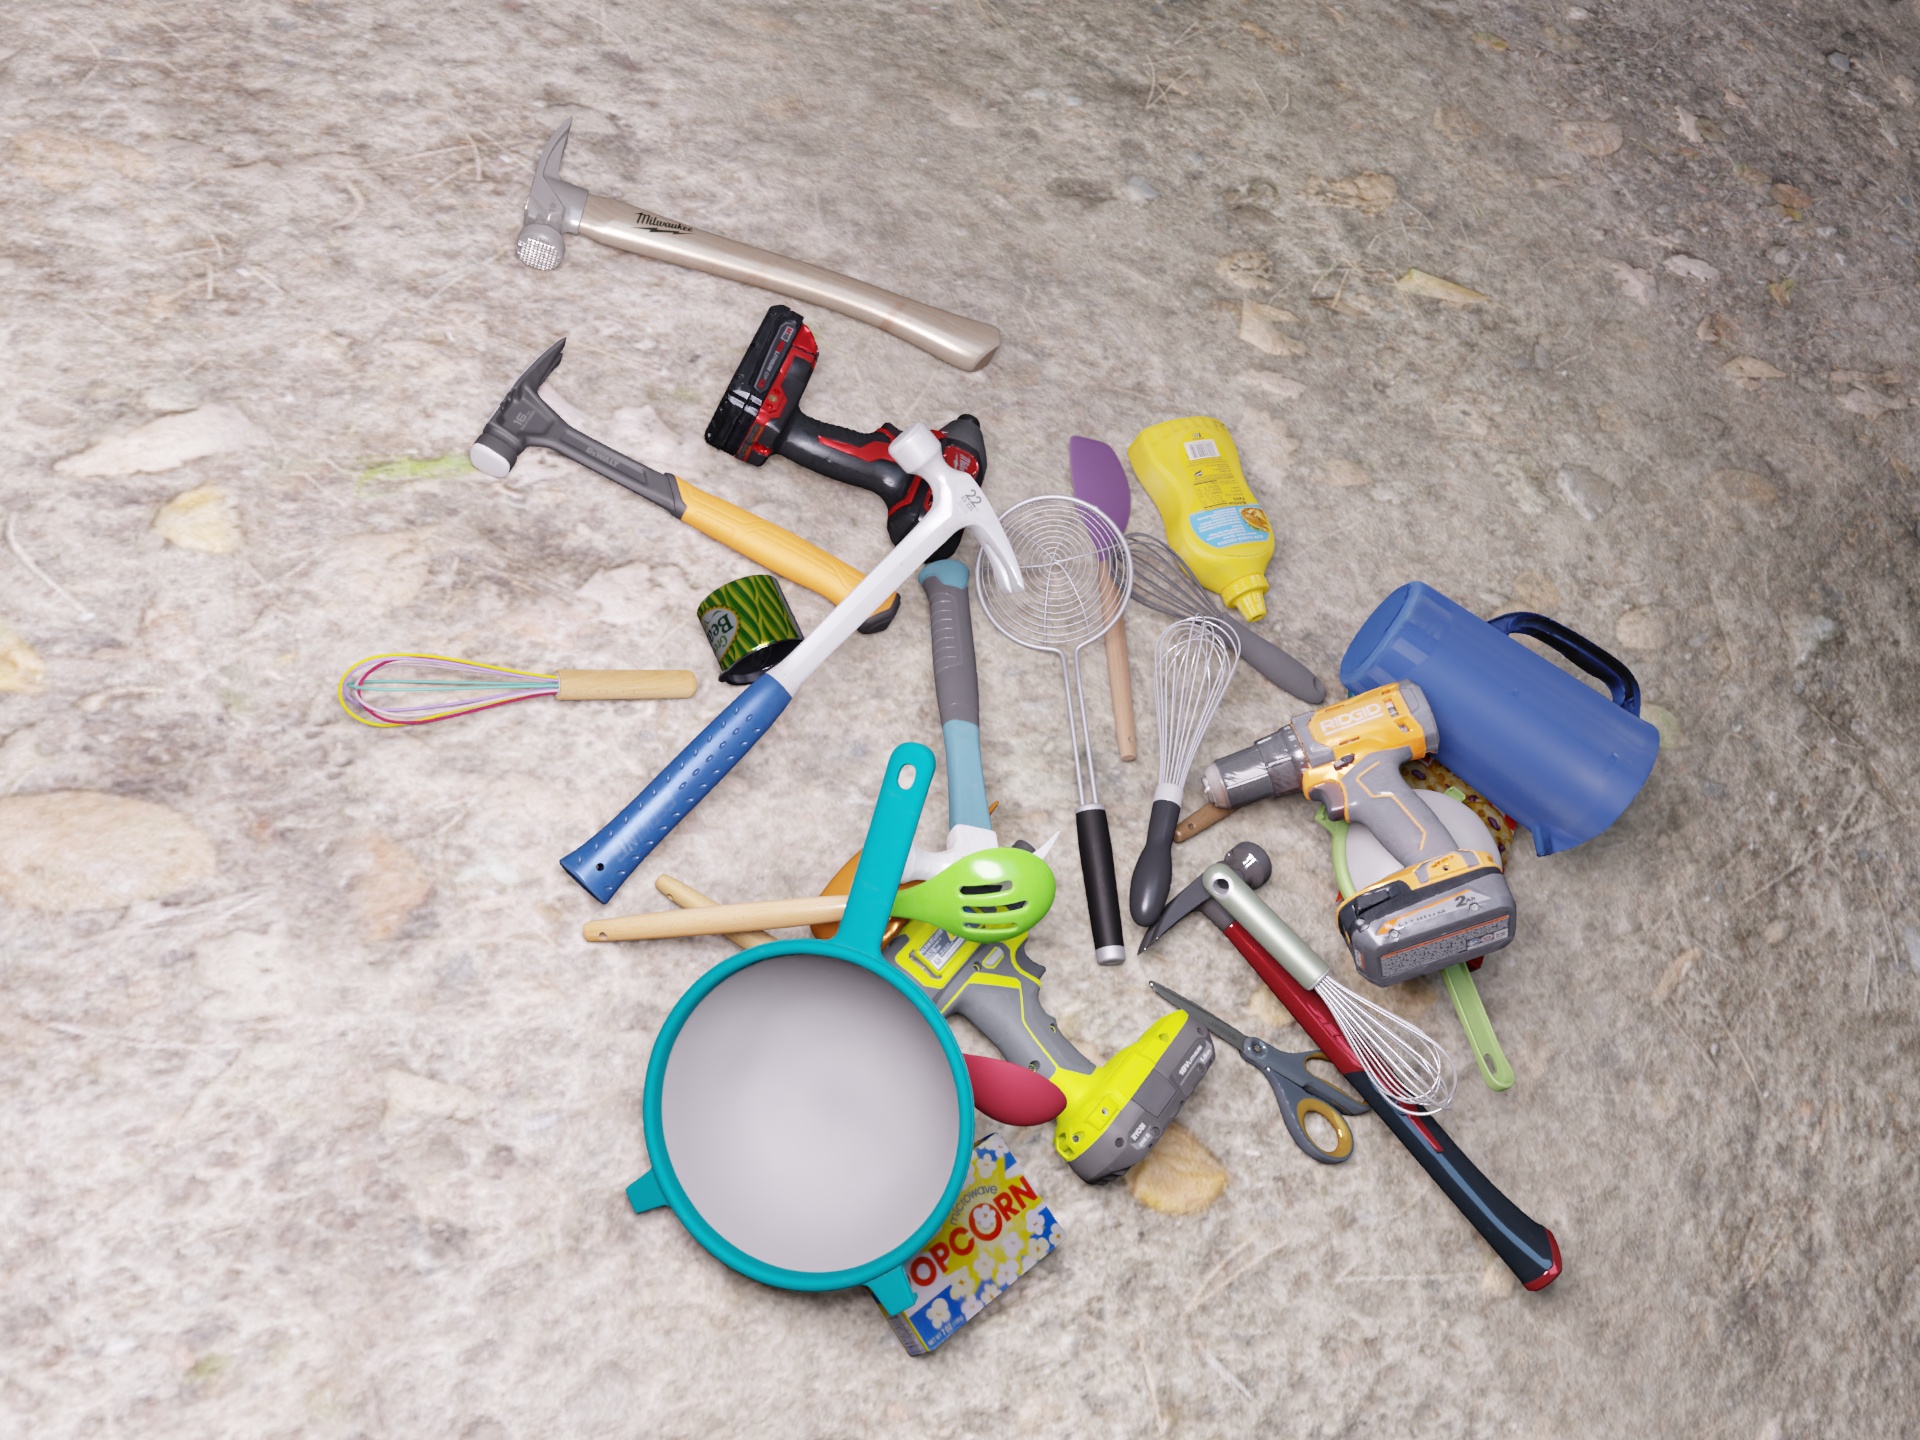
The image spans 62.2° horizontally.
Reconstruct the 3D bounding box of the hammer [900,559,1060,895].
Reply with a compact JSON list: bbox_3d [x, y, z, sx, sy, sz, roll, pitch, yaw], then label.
[{"bbox_3d":[-0.002,-0.004,1.172,0.128,0.033,0.331,14,43,-19],"label":"hammer"}]

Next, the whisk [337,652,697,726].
[{"bbox_3d":[-0.302,-0.022,1.103,0.245,0.051,0.047,-1,86,-29],"label":"whisk"}]

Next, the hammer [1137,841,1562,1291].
[{"bbox_3d":[0.298,0.273,1.194,0.143,0.038,0.386,-32,77,-38],"label":"hammer"}]

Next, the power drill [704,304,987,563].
[{"bbox_3d":[-0.081,-0.232,1.287,0.219,0.078,0.143,28,57,-12],"label":"power drill"}]

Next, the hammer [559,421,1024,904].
[{"bbox_3d":[-0.116,-0.028,1.121,0.405,0.035,0.144,-47,106,-18],"label":"hammer"}]

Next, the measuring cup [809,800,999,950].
[{"bbox_3d":[-0.040,0.100,1.122,0.052,0.095,0.174,38,57,9],"label":"measuring cup"}]

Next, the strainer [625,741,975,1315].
[{"bbox_3d":[-0.067,0.179,1.002,0.211,0.095,0.340,17,90,14],"label":"strainer"}]

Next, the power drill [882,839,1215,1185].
[{"bbox_3d":[0.062,0.200,1.126,0.223,0.080,0.171,42,57,5],"label":"power drill"}]

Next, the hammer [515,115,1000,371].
[{"bbox_3d":[-0.159,-0.389,1.354,0.410,0.038,0.146,14,59,-17],"label":"hammer"}]

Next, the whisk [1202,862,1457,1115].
[{"bbox_3d":[0.272,0.197,1.183,0.246,0.058,0.059,45,18,11],"label":"whisk"}]

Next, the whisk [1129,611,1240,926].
[{"bbox_3d":[0.171,0.033,1.253,0.070,0.070,0.285,22,60,-12],"label":"whisk"}]

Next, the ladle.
[{"bbox_3d":[-0.073,0.186,1.061,0.315,0.069,0.031,30,52,11],"label":"ladle"}]

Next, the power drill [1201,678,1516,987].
[{"bbox_3d":[0.298,0.085,1.209,0.185,0.084,0.226,-19,52,5],"label":"power drill"}]

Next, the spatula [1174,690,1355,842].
[{"bbox_3d":[0.292,0.023,1.338,0.317,0.044,0.082,-29,82,-32],"label":"spatula"}]

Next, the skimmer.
[{"bbox_3d":[0.089,0.003,1.230,0.127,0.090,0.364,-9,68,7],"label":"skimmer"}]

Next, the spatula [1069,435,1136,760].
[{"bbox_3d":[0.129,-0.110,1.349,0.059,0.018,0.316,10,60,-24],"label":"spatula"}]

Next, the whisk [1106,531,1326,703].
[{"bbox_3d":[0.220,-0.084,1.354,0.238,0.055,0.055,34,56,-16],"label":"whisk"}]

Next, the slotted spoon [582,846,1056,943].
[{"bbox_3d":[-0.094,0.126,1.038,0.314,0.070,0.031,-6,25,6],"label":"slotted spoon"}]

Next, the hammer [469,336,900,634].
[{"bbox_3d":[-0.196,-0.167,1.224,0.336,0.034,0.127,28,58,-9],"label":"hammer"}]

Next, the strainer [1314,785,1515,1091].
[{"bbox_3d":[0.390,0.158,1.244,0.151,0.069,0.257,-5,64,-25],"label":"strainer"}]
